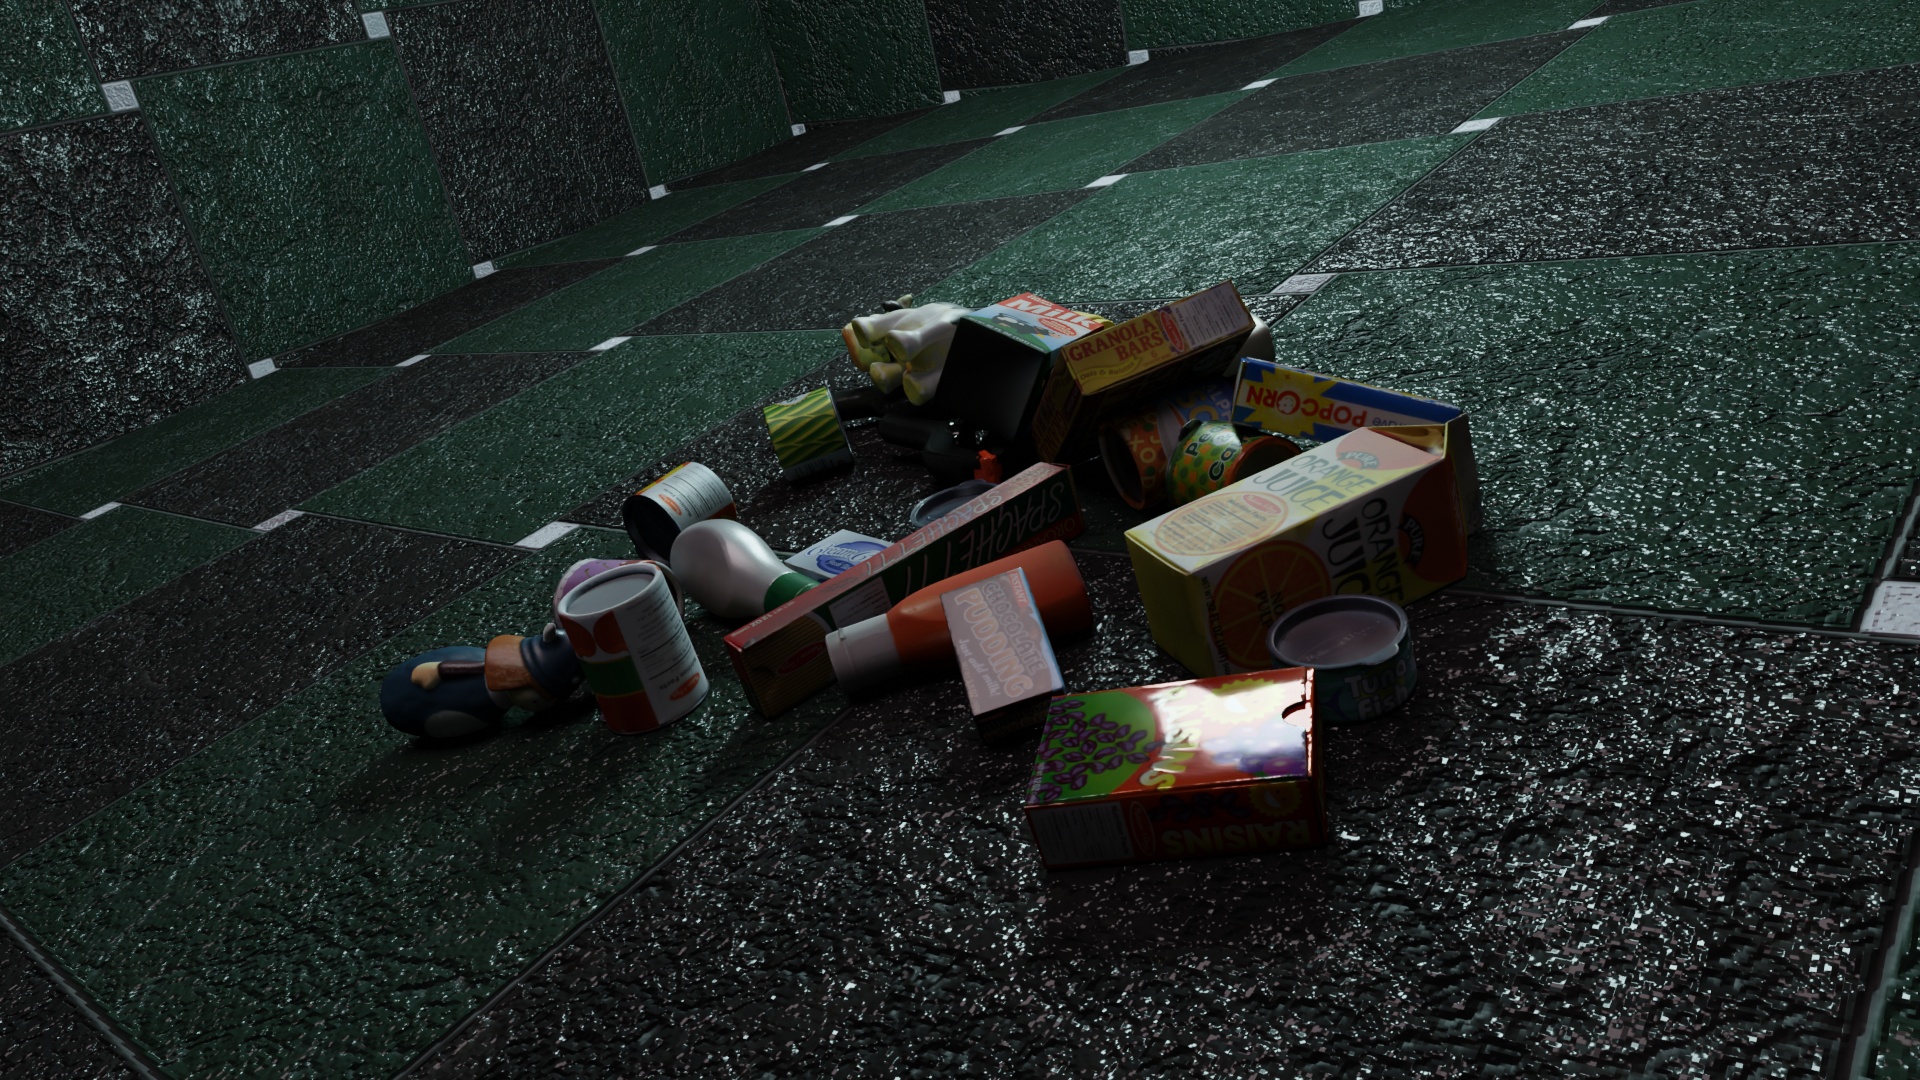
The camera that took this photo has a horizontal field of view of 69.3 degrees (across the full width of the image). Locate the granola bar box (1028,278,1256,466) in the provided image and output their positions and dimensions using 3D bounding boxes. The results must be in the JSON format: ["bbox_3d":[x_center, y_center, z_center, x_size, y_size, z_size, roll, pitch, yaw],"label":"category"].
[{"bbox_3d":[0.118,-0.106,0.947,0.124,0.039,0.165,-23,-12,-10],"label":"granola bar box"}]

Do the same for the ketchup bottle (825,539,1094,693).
[{"bbox_3d":[-0.002,0.046,0.795,0.149,0.043,0.065,-19,30,-1],"label":"ketchup bottle"}]

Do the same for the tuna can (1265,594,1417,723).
[{"bbox_3d":[0.182,0.056,0.657,0.071,0.032,0.071,-15,23,7],"label":"tuna can"}]

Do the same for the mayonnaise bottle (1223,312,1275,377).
[{"bbox_3d":[0.166,-0.135,1.084,0.148,0.041,0.065,-20,22,-3],"label":"mayonnaise bottle"}]

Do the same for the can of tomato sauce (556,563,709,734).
[{"bbox_3d":[-0.200,0.065,0.844,0.071,0.082,0.071,-15,23,7],"label":"can of tomato sauce"}]

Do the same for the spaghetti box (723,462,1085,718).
[{"bbox_3d":[-0.027,0.025,0.853,0.251,0.050,0.029,-30,27,-26],"label":"spaghetti box"}]

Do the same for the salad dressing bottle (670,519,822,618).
[{"bbox_3d":[-0.135,0.028,0.915,0.044,0.064,0.148,-12,23,-40],"label":"salad dressing bottle"}]

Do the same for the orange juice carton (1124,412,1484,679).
[{"bbox_3d":[0.192,-0.001,0.729,0.193,0.071,0.073,-23,24,-12],"label":"orange juice carton"}]

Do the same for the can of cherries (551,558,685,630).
[{"bbox_3d":[-0.229,0.047,0.927,0.058,0.071,0.072,0,29,34],"label":"can of cherries"}]

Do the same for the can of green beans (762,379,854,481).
[{"bbox_3d":[-0.126,-0.088,1.152,0.058,0.071,0.071,-19,23,-2],"label":"can of green beans"}]

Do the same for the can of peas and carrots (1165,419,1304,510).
[{"bbox_3d":[0.165,-0.037,0.828,0.071,0.070,0.059,-27,25,-21],"label":"can of peas and carrots"}]

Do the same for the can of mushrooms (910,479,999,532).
[{"bbox_3d":[0.003,-0.012,0.933,0.071,0.033,0.071,-16,23,7],"label":"can of mushrooms"}]

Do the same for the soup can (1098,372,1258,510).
[{"bbox_3d":[0.142,-0.064,0.908,0.084,0.071,0.071,-23,24,-11],"label":"soup can"}]

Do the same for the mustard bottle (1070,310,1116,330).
[{"bbox_3d":[0.091,-0.173,1.207,0.160,0.048,0.065,9,36,46],"label":"mustard bottle"}]

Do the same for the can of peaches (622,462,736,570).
[{"bbox_3d":[-0.215,-0.018,1.062,0.071,0.071,0.058,3,31,40],"label":"can of peaches"}]

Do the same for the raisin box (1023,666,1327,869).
[{"bbox_3d":[0.097,0.099,0.616,0.123,0.040,0.086,-9,24,18],"label":"raisin box"}]

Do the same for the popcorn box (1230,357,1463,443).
[{"bbox_3d":[0.226,-0.077,0.828,0.127,0.038,0.085,14,12,8],"label":"popcorn box"}]

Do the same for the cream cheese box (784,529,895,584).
[{"bbox_3d":[-0.067,0.021,0.922,0.053,0.024,0.104,-31,27,-31],"label":"cream cheese box"}]

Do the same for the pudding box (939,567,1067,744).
[{"bbox_3d":[0.023,0.060,0.728,0.050,0.030,0.084,-17,49,1],"label":"pudding box"}]

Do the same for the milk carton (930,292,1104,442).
[{"bbox_3d":[0.054,-0.141,1.078,0.072,0.073,0.191,25,24,13],"label":"milk carton"}]
